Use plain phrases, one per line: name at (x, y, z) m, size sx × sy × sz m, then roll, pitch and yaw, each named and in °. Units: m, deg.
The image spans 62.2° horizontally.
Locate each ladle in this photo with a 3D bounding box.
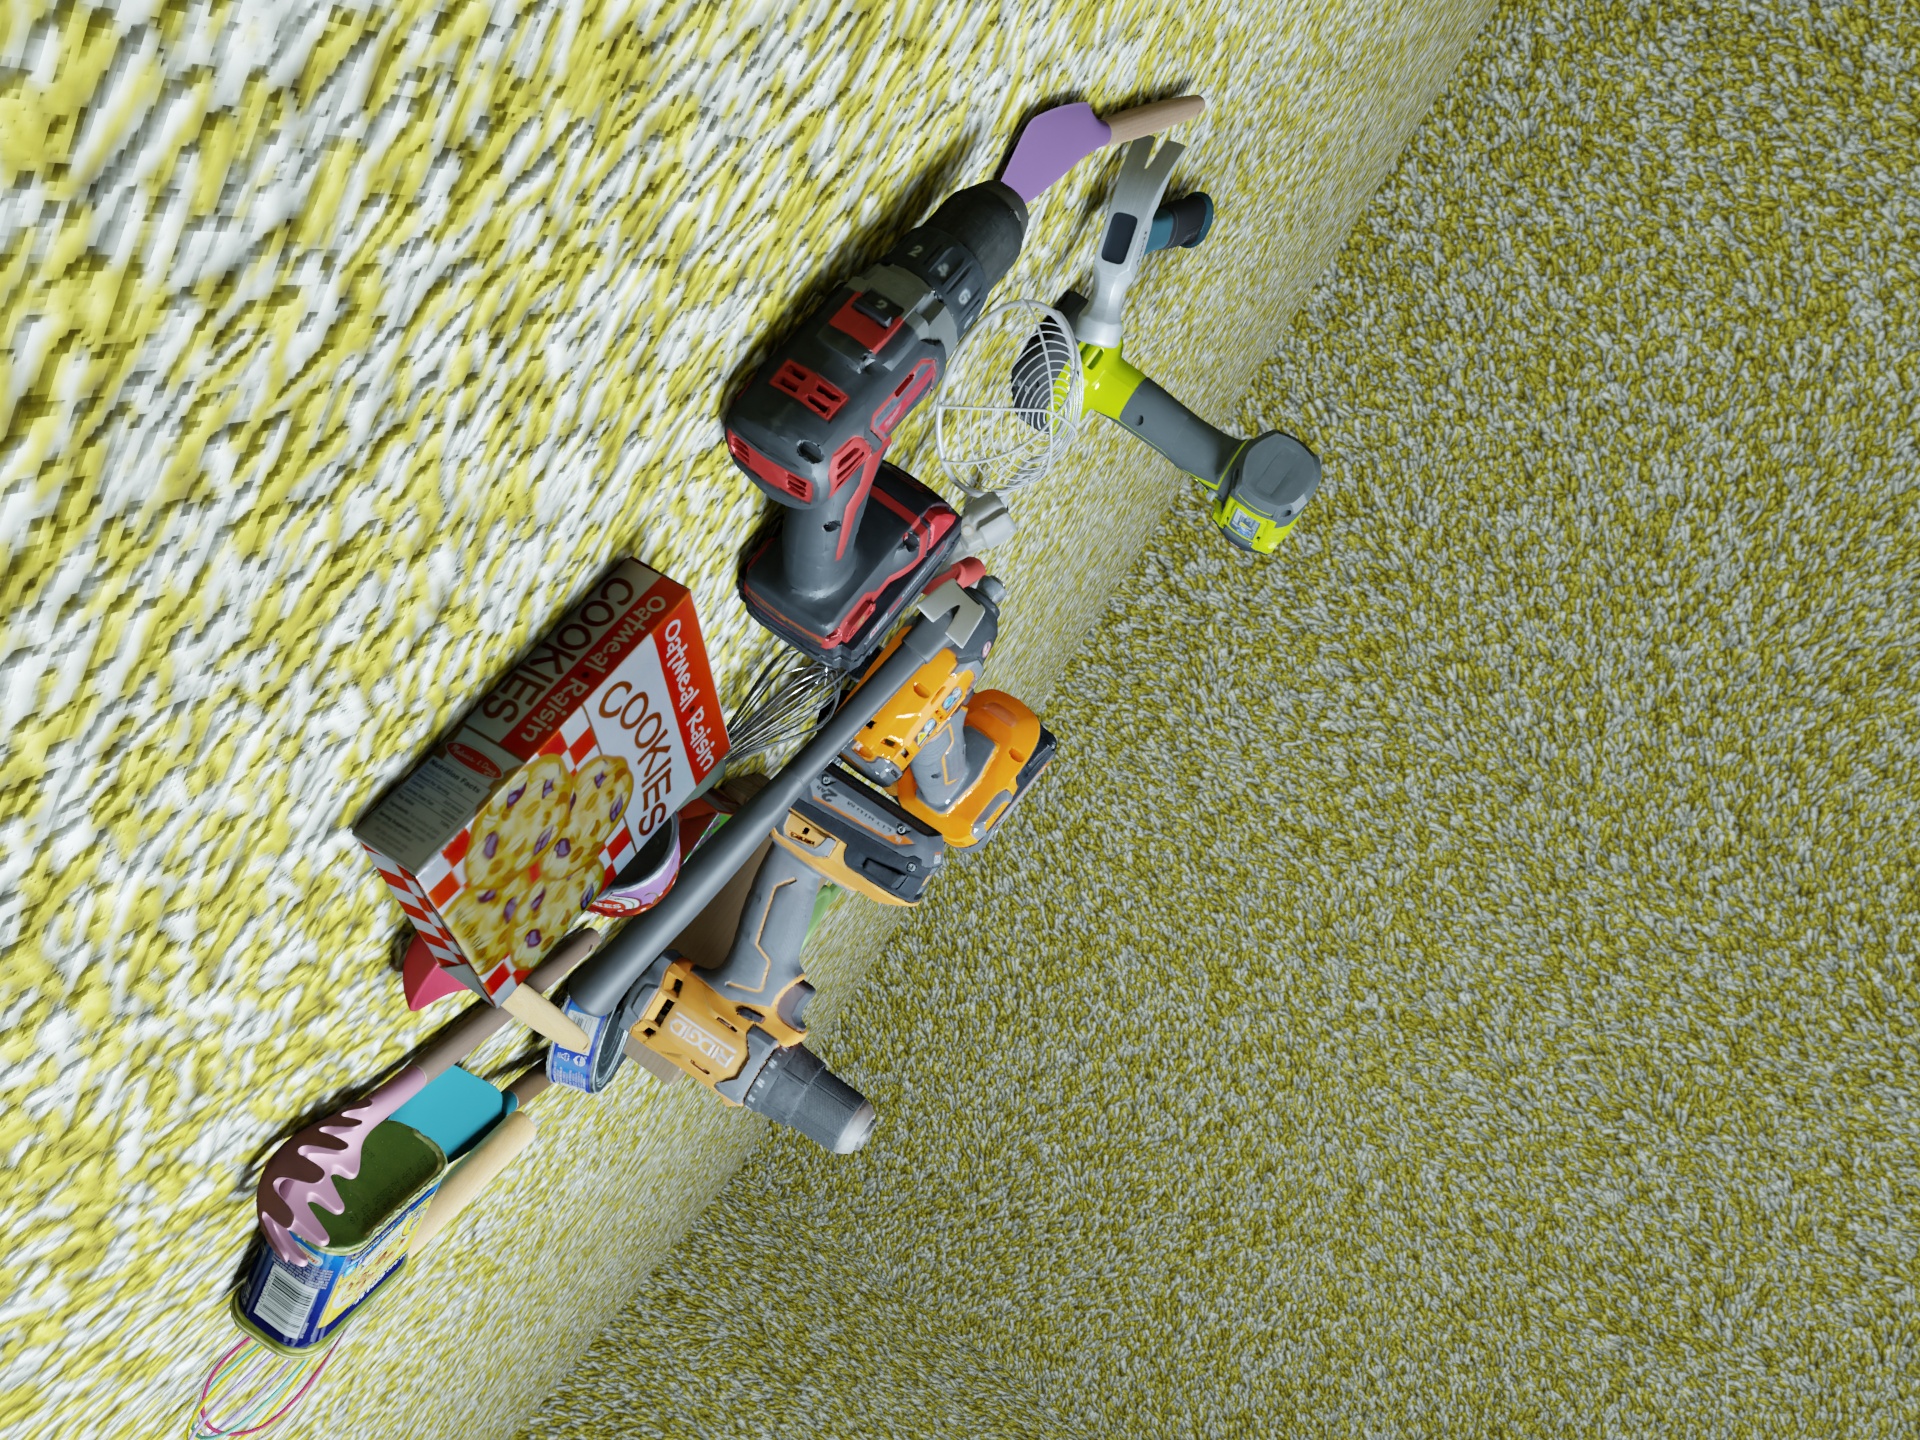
ladle at (-0.240, 0.149, 0.864) m, size 0.069 × 0.031 × 0.315 m, roll -53°, pitch 167°, yaw -17°

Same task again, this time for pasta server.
pasta server at (-0.277, 0.186, 0.873) m, size 0.316 × 0.040 × 0.060 m, roll -44°, pitch 155°, yaw -66°

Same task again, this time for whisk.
whisk at (-0.343, 0.323, 0.922) m, size 0.245 × 0.047 × 0.051 m, roll -44°, pitch -155°, yaw -25°
whisk at (-0.146, 0.021, 0.960) m, size 0.058 × 0.059 × 0.246 m, roll -1°, pitch -151°, yaw 38°

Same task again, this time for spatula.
spatula at (-0.300, 0.238, 1.050) m, size 0.082 × 0.044 × 0.317 m, roll -55°, pitch 178°, yaw 0°
spatula at (0.090, -0.344, 0.930) m, size 0.316 × 0.018 × 0.059 m, roll -44°, pitch 167°, yaw -54°

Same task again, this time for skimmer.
skimmer at (0.013, -0.187, 1.130) m, size 0.127 × 0.090 × 0.363 m, roll -54°, pitch -176°, yaw -10°

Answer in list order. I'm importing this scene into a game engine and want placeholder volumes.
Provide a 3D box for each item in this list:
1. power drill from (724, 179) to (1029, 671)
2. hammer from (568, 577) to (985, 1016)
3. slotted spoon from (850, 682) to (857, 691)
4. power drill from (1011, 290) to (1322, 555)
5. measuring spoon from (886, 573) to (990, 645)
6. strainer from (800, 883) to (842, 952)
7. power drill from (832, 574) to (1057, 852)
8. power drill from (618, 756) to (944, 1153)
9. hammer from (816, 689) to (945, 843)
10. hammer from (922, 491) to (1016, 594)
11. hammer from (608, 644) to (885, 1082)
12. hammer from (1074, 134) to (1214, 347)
power drill at (-0.038, -0.143, 0.785) m, size 0.188 × 0.080 × 0.226 m, roll -53°, pitch 170°, yaw -22°
hammer at (-0.108, 0.045, 0.939) m, size 0.335 × 0.035 × 0.146 m, roll -47°, pitch -177°, yaw -2°
slotted spoon at (-0.142, 0.078, 1.356) m, size 0.313 × 0.031 × 0.070 m, roll -55°, pitch 168°, yaw 17°
power drill at (0.150, -0.204, 1.161) m, size 0.080 × 0.223 × 0.171 m, roll -54°, pitch 173°, yaw -4°
measuring spoon at (-0.013, -0.076, 1.169) m, size 0.034 × 0.018 × 0.124 m, roll -31°, pitch 179°, yaw -41°
strainer at (-0.166, 0.174, 1.485) m, size 0.256 × 0.069 × 0.151 m, roll -48°, pitch 169°, yaw -54°
power drill at (-0.002, -0.004, 1.156) m, size 0.164 × 0.084 × 0.226 m, roll -52°, pitch 154°, yaw -7°
power drill at (-0.096, 0.158, 1.055) m, size 0.226 × 0.185 × 0.084 m, roll -58°, pitch 171°, yaw 2°
hammer at (-0.046, 0.039, 1.284) m, size 0.127 × 0.034 × 0.336 m, roll -49°, pitch 159°, yaw -6°
hammer at (-0.025, -0.100, 1.152) m, size 0.149 × 0.037 × 0.359 m, roll -31°, pitch -179°, yaw 4°
hammer at (-0.166, 0.118, 1.260) m, size 0.409 × 0.036 × 0.149 m, roll -52°, pitch 158°, yaw 0°
hammer at (0.143, -0.350, 1.134) m, size 0.331 × 0.033 × 0.128 m, roll -50°, pitch 157°, yaw -64°
